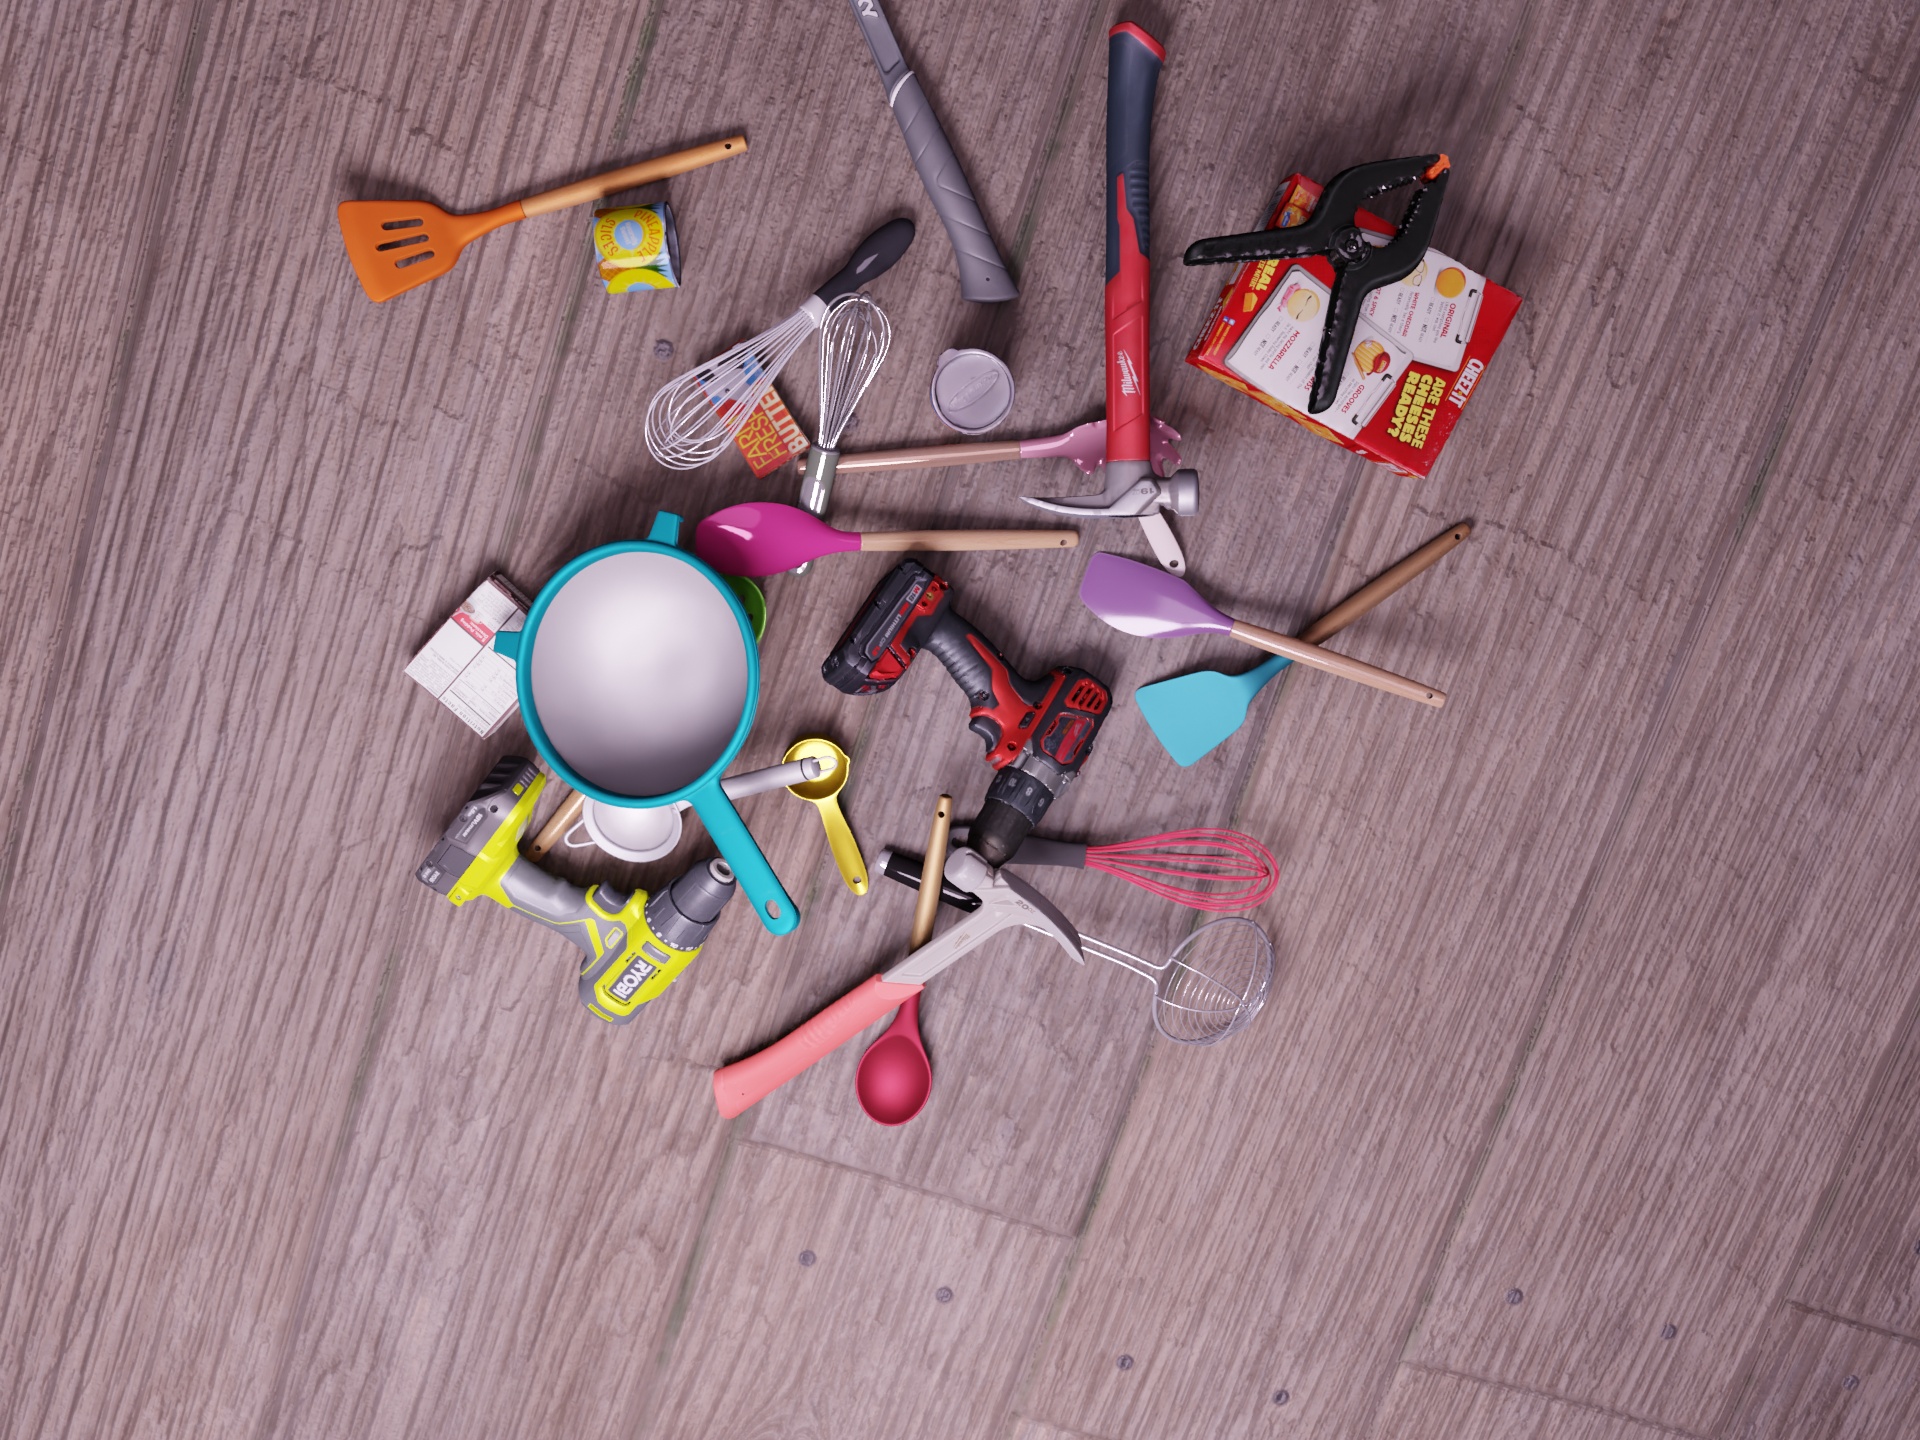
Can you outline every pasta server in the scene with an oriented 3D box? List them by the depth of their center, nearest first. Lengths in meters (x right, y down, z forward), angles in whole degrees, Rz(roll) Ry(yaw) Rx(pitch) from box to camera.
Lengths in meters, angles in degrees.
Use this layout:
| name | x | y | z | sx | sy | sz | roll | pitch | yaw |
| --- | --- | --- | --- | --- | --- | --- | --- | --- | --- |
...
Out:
| name | x | y | z | sx | sy | sz | roll | pitch | yaw |
| --- | --- | --- | --- | --- | --- | --- | --- | --- | --- |
| pasta server | 0.023 | -0.219 | 1.316 | 0.316 | 0.040 | 0.060 | -4 | 124 | 0 |

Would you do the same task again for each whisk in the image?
| name | x | y | z | sx | sy | sz | roll | pitch | yaw |
| --- | --- | --- | --- | --- | --- | --- | --- | --- | --- |
| whisk | -0.139 | -0.304 | 1.268 | 0.284 | 0.070 | 0.070 | -44 | 100 | -9 |
| whisk | -0.107 | -0.226 | 1.282 | 0.058 | 0.059 | 0.246 | 20 | 117 | 6 |
| whisk | 0.127 | 0.119 | 1.377 | 0.296 | 0.073 | 0.073 | 6 | 101 | 3 |

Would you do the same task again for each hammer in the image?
| name | x | y | z | sx | sy | sz | roll | pitch | yaw |
| --- | --- | --- | --- | --- | --- | --- | --- | --- | --- |
| hammer | -0.050 | -0.522 | 1.259 | 0.149 | 0.036 | 0.408 | -25 | 101 | 1 |
| hammer | 0.118 | -0.355 | 1.266 | 0.143 | 0.038 | 0.386 | 0 | 91 | 8 |
| hammer | -0.071 | 0.244 | 1.350 | 0.359 | 0.037 | 0.149 | -38 | 119 | 22 |

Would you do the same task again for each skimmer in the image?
| name | x | y | z | sx | sy | sz | roll | pitch | yaw |
| --- | --- | --- | --- | --- | --- | --- | --- | --- | --- |
| skimmer | 0.101 | 0.182 | 1.400 | 0.363 | 0.090 | 0.127 | 21 | 104 | 4 |

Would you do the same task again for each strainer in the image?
| name | x | y | z | sx | sy | sz | roll | pitch | yaw |
| --- | --- | --- | --- | --- | --- | --- | --- | --- | --- |
| strainer | -0.209 | 0.016 | 1.273 | 0.211 | 0.095 | 0.340 | -33 | 84 | 15 |
| strainer | -0.215 | 0.063 | 1.329 | 0.258 | 0.050 | 0.086 | -14 | 115 | 21 |

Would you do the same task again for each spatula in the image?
| name | x | y | z | sx | sy | sz | roll | pitch | yaw |
| --- | --- | --- | --- | --- | --- | --- | --- | --- | --- |
| spatula | -0.325 | -0.414 | 1.264 | 0.322 | 0.041 | 0.081 | -17 | 100 | 0 |
| spatula | 0.252 | -0.067 | 1.335 | 0.316 | 0.018 | 0.060 | 19 | 96 | 8 |
| spatula | 0.301 | -0.076 | 1.364 | 0.317 | 0.044 | 0.082 | -35 | 99 | -1 |

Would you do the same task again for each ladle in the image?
| name | x | y | z | sx | sy | sz | roll | pitch | yaw |
| --- | --- | --- | --- | --- | --- | --- | --- | --- | --- |
| ladle | -0.039 | 0.209 | 1.378 | 0.069 | 0.031 | 0.315 | 13 | 109 | 7 |

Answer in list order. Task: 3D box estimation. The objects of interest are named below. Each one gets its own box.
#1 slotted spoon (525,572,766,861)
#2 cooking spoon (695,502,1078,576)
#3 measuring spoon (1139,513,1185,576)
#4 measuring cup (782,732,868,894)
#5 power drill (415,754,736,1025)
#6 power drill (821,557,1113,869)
| name | x | y | z | sx | sy | sz | roll | pitch | yaw |
| --- | --- | --- | --- | --- | --- | --- | --- | --- | --- |
| slotted spoon | -0.272 | 0.001 | 1.351 | 0.070 | 0.031 | 0.313 | 40 | 99 | -1 |
| cooking spoon | -0.057 | -0.148 | 1.312 | 0.319 | 0.017 | 0.068 | -2 | 125 | -11 |
| measuring spoon | 0.159 | -0.166 | 1.324 | 0.034 | 0.018 | 0.124 | -23 | 120 | 18 |
| measuring cup | -0.110 | 0.081 | 1.379 | 0.062 | 0.029 | 0.156 | -18 | 113 | 1 |
| power drill | -0.313 | 0.134 | 1.321 | 0.228 | 0.080 | 0.190 | 37 | 119 | -12 |
| power drill | -0.002 | -0.004 | 1.309 | 0.226 | 0.080 | 0.188 | 36 | 71 | -10 |
